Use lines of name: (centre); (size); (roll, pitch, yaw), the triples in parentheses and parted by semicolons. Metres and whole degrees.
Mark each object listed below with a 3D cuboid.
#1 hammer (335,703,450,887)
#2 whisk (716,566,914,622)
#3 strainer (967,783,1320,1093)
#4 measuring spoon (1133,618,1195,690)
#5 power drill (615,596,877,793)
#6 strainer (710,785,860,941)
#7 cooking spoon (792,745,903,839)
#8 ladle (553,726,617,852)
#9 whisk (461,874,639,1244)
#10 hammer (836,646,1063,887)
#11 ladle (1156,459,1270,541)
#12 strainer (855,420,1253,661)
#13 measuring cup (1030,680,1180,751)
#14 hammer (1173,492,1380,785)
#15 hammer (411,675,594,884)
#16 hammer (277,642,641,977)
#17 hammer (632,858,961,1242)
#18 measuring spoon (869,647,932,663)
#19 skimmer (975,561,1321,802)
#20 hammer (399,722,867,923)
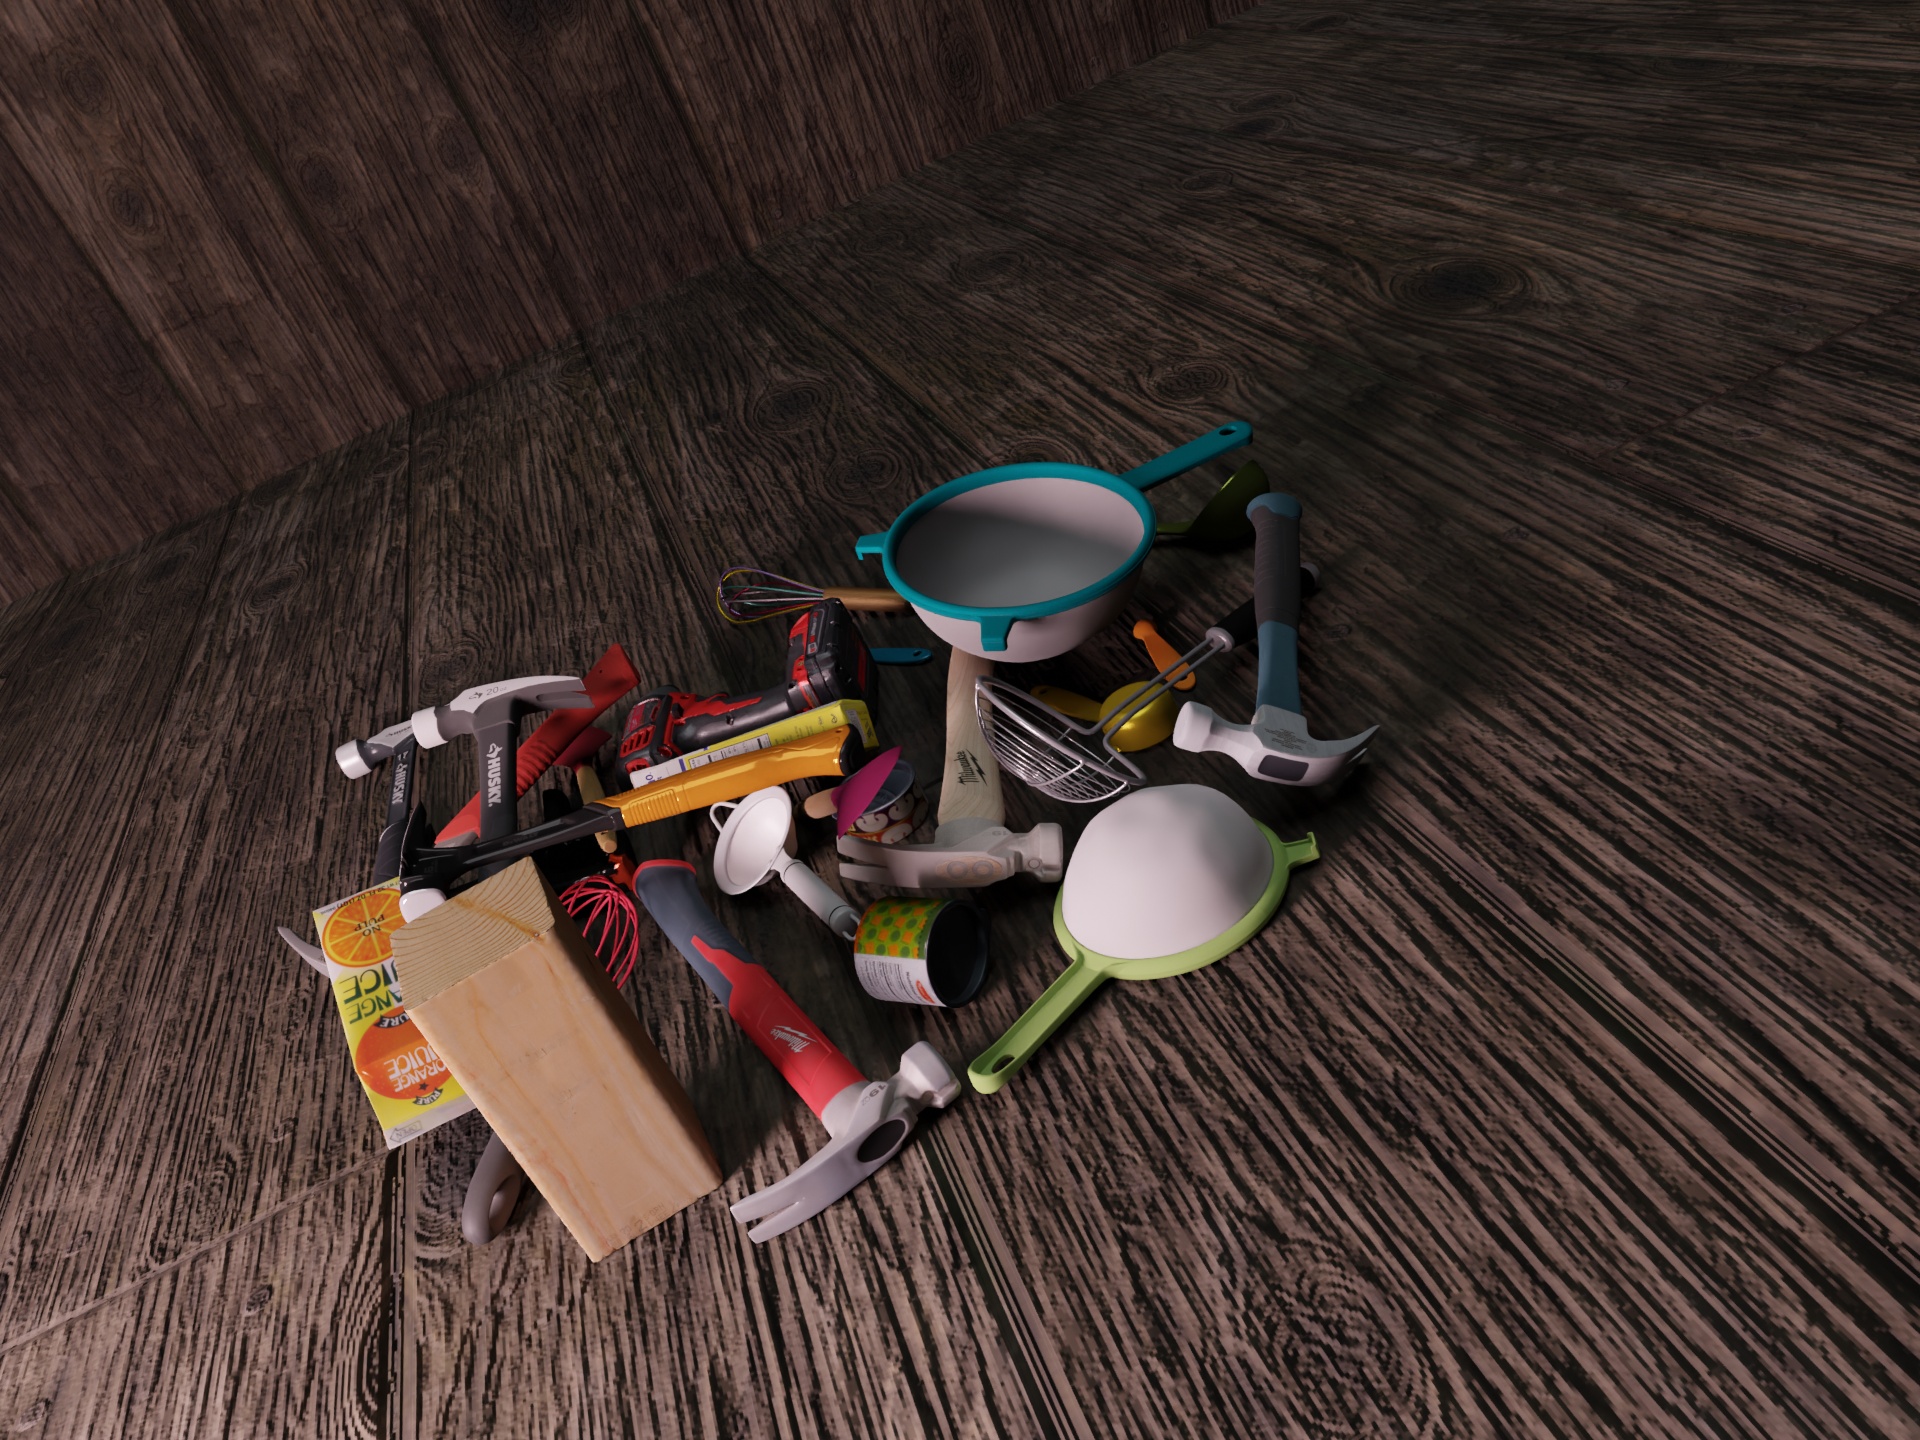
hammer: (-0.507, 0.094, 1.446); (0.149, 0.036, 0.409); (-25, 30, -3)
whisk: (-0.141, -0.114, 1.514); (0.245, 0.051, 0.047); (5, 62, 35)
strainer: (0.085, 0.113, 0.947); (0.152, 0.069, 0.256); (12, 44, 47)
measuring spoon: (0.156, -0.052, 1.219); (0.021, 0.011, 0.117); (-24, 30, 0)
power drill: (-0.185, -0.016, 1.349); (0.219, 0.078, 0.143); (-22, 30, 11)
strainer: (-0.117, 0.106, 1.108); (0.087, 0.050, 0.259); (-59, 28, -1)
cooking spoon: (-0.085, 0.054, 1.072); (0.069, 0.017, 0.319); (-57, 8, -13)
ladle: (-0.310, 0.054, 1.324); (0.069, 0.031, 0.316); (-24, 21, -12)
whisk: (-0.274, 0.215, 1.059); (0.073, 0.073, 0.296); (-14, 37, 18)
hammer: (-0.002, -0.004, 1.195); (0.146, 0.038, 0.411); (-1, 29, 2)
ladle: (0.123, -0.175, 1.397); (0.320, 0.062, 0.078); (-4, 22, 37)
strainer: (0.102, -0.137, 1.263); (0.340, 0.095, 0.211); (-28, 41, -22)
measuring cup: (0.099, -0.016, 1.183); (0.062, 0.029, 0.157); (-38, 32, -23)
hammer: (0.218, -0.068, 1.099); (0.128, 0.033, 0.331); (18, 38, -3)
hammer: (-0.348, 0.090, 1.218); (0.146, 0.035, 0.335); (-17, 46, -1)
hammer: (-0.393, 0.069, 1.311); (0.149, 0.036, 0.359); (11, 51, 38)
hammer: (-0.151, 0.186, 1.035); (0.143, 0.038, 0.387); (-36, 31, -16)
measuring spoon: (-0.076, -0.065, 1.396); (0.129, 0.021, 0.042); (4, 40, 42)
skimmer: (0.151, -0.051, 1.096); (0.127, 0.090, 0.363); (36, 50, 26)
hammer: (-0.234, 0.059, 1.149); (0.337, 0.034, 0.127); (-16, 30, -8)
